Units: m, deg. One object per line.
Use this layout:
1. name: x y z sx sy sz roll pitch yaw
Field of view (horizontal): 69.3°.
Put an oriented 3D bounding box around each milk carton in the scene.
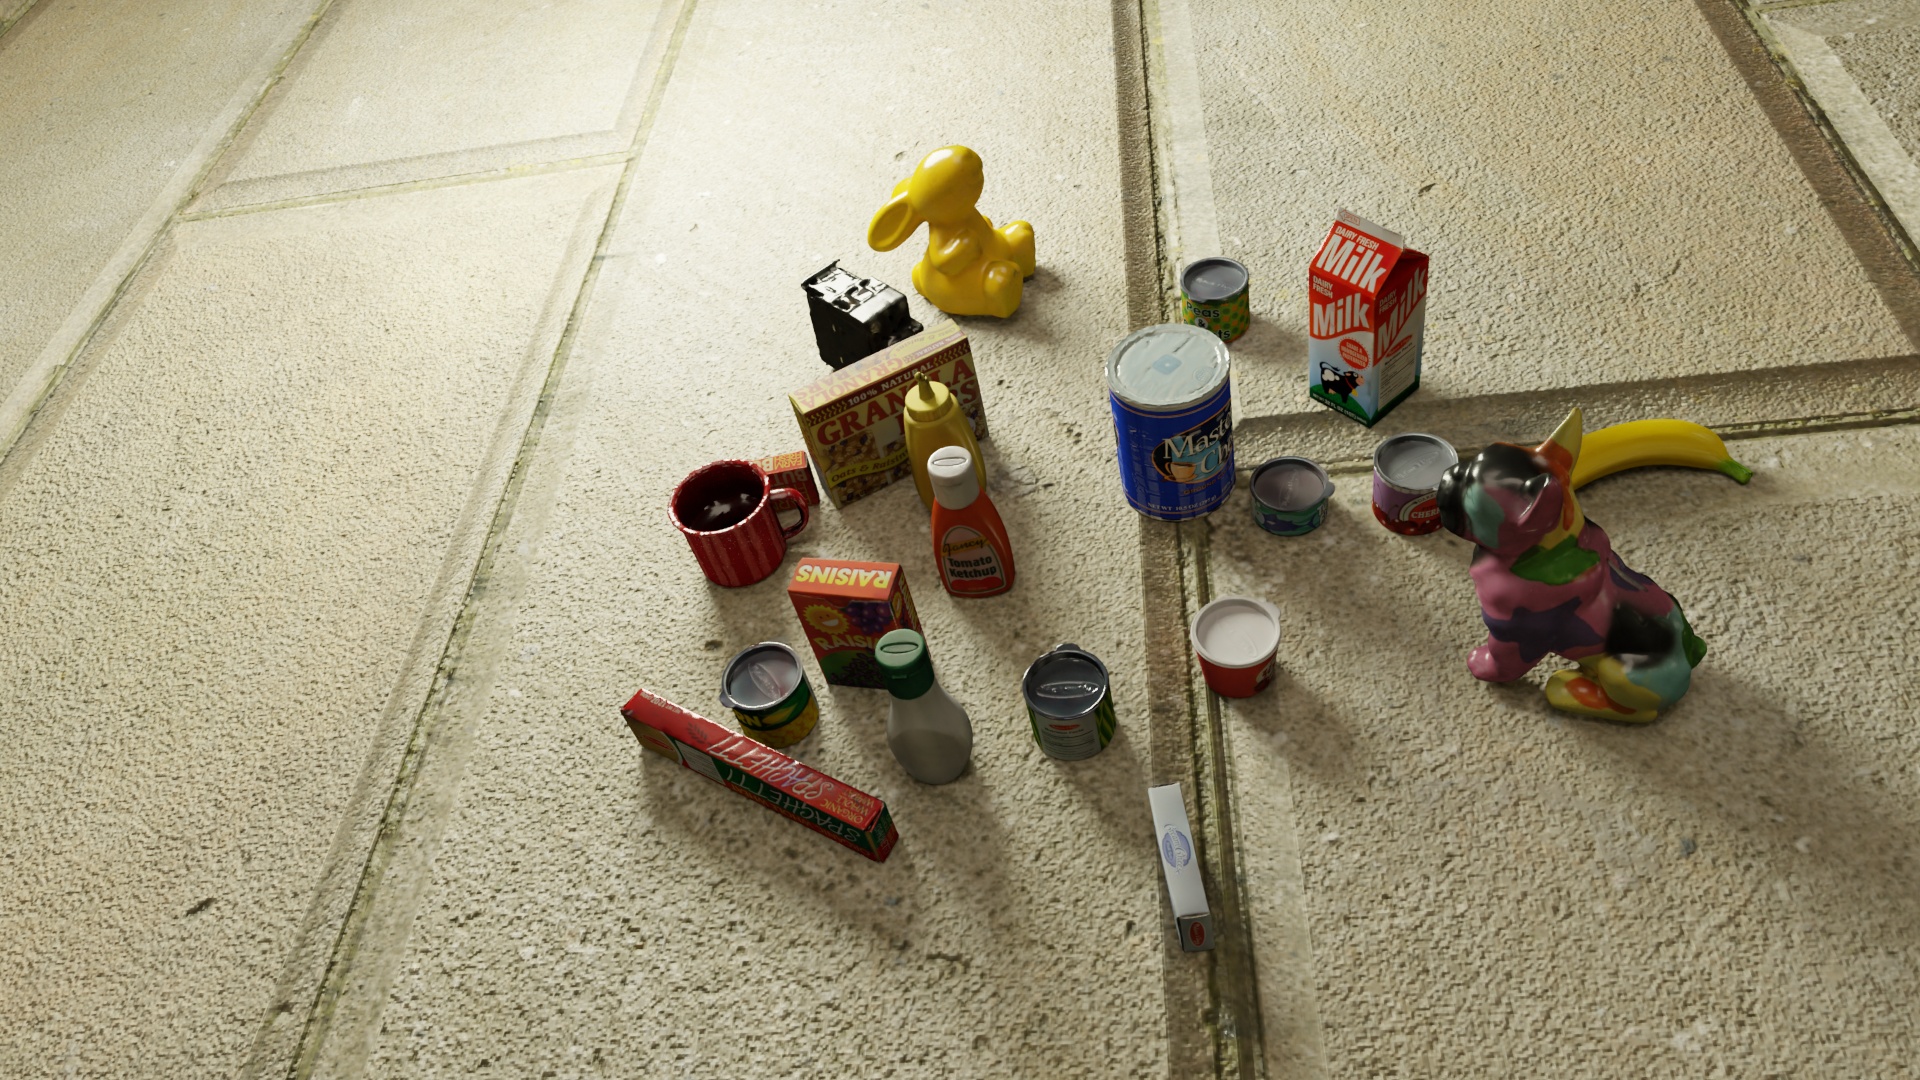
1. milk carton: 0.352 -0.199 1.204 0.074 0.189 0.072 -37 51 -19

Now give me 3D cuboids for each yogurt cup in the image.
1. yogurt cup: 0.213 0.085 1.071 0.072 0.053 0.073 -7 47 7

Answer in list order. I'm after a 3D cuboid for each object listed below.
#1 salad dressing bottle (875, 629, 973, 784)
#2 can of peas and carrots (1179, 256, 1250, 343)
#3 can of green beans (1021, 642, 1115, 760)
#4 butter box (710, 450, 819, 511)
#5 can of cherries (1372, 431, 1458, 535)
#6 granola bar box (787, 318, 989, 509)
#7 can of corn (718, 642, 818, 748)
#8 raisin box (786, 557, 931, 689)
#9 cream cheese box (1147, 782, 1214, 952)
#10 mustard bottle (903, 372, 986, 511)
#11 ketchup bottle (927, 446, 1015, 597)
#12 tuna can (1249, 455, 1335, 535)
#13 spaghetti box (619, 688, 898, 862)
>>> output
1. salad dressing bottle: -0.029 0.124 1.029 0.064 0.147 0.044 -4 48 10
2. can of peas and carrots: 0.247 -0.231 1.349 0.071 0.058 0.071 -7 47 7
3. can of green beans: 0.084 0.126 1.062 0.071 0.057 0.071 -7 47 7
4. butter box: -0.186 -0.049 1.289 0.103 0.053 0.024 -11 47 3
5. can of cherries: 0.376 -0.045 1.148 0.071 0.058 0.072 -7 47 7
6. granola bar box: -0.061 -0.114 1.271 0.166 0.123 0.039 -27 48 -11
7. can of corn: -0.154 0.127 1.117 0.071 0.058 0.071 -7 47 7
8. raisin box: -0.079 0.069 1.108 0.086 0.122 0.040 4 50 17
9. cream cheese box: 0.152 0.225 0.958 0.024 0.053 0.104 -11 47 4
10. mustard bottle: -0.018 -0.091 1.214 0.065 0.159 0.049 -13 47 2
11. ketchup bottle: 0.004 -0.014 1.147 0.065 0.148 0.044 -5 48 10
12. tuna can: 0.282 -0.037 1.181 0.071 0.032 0.071 -7 47 7
13. spaghetti box: -0.158 0.180 1.075 0.250 0.050 0.029 19 55 28
